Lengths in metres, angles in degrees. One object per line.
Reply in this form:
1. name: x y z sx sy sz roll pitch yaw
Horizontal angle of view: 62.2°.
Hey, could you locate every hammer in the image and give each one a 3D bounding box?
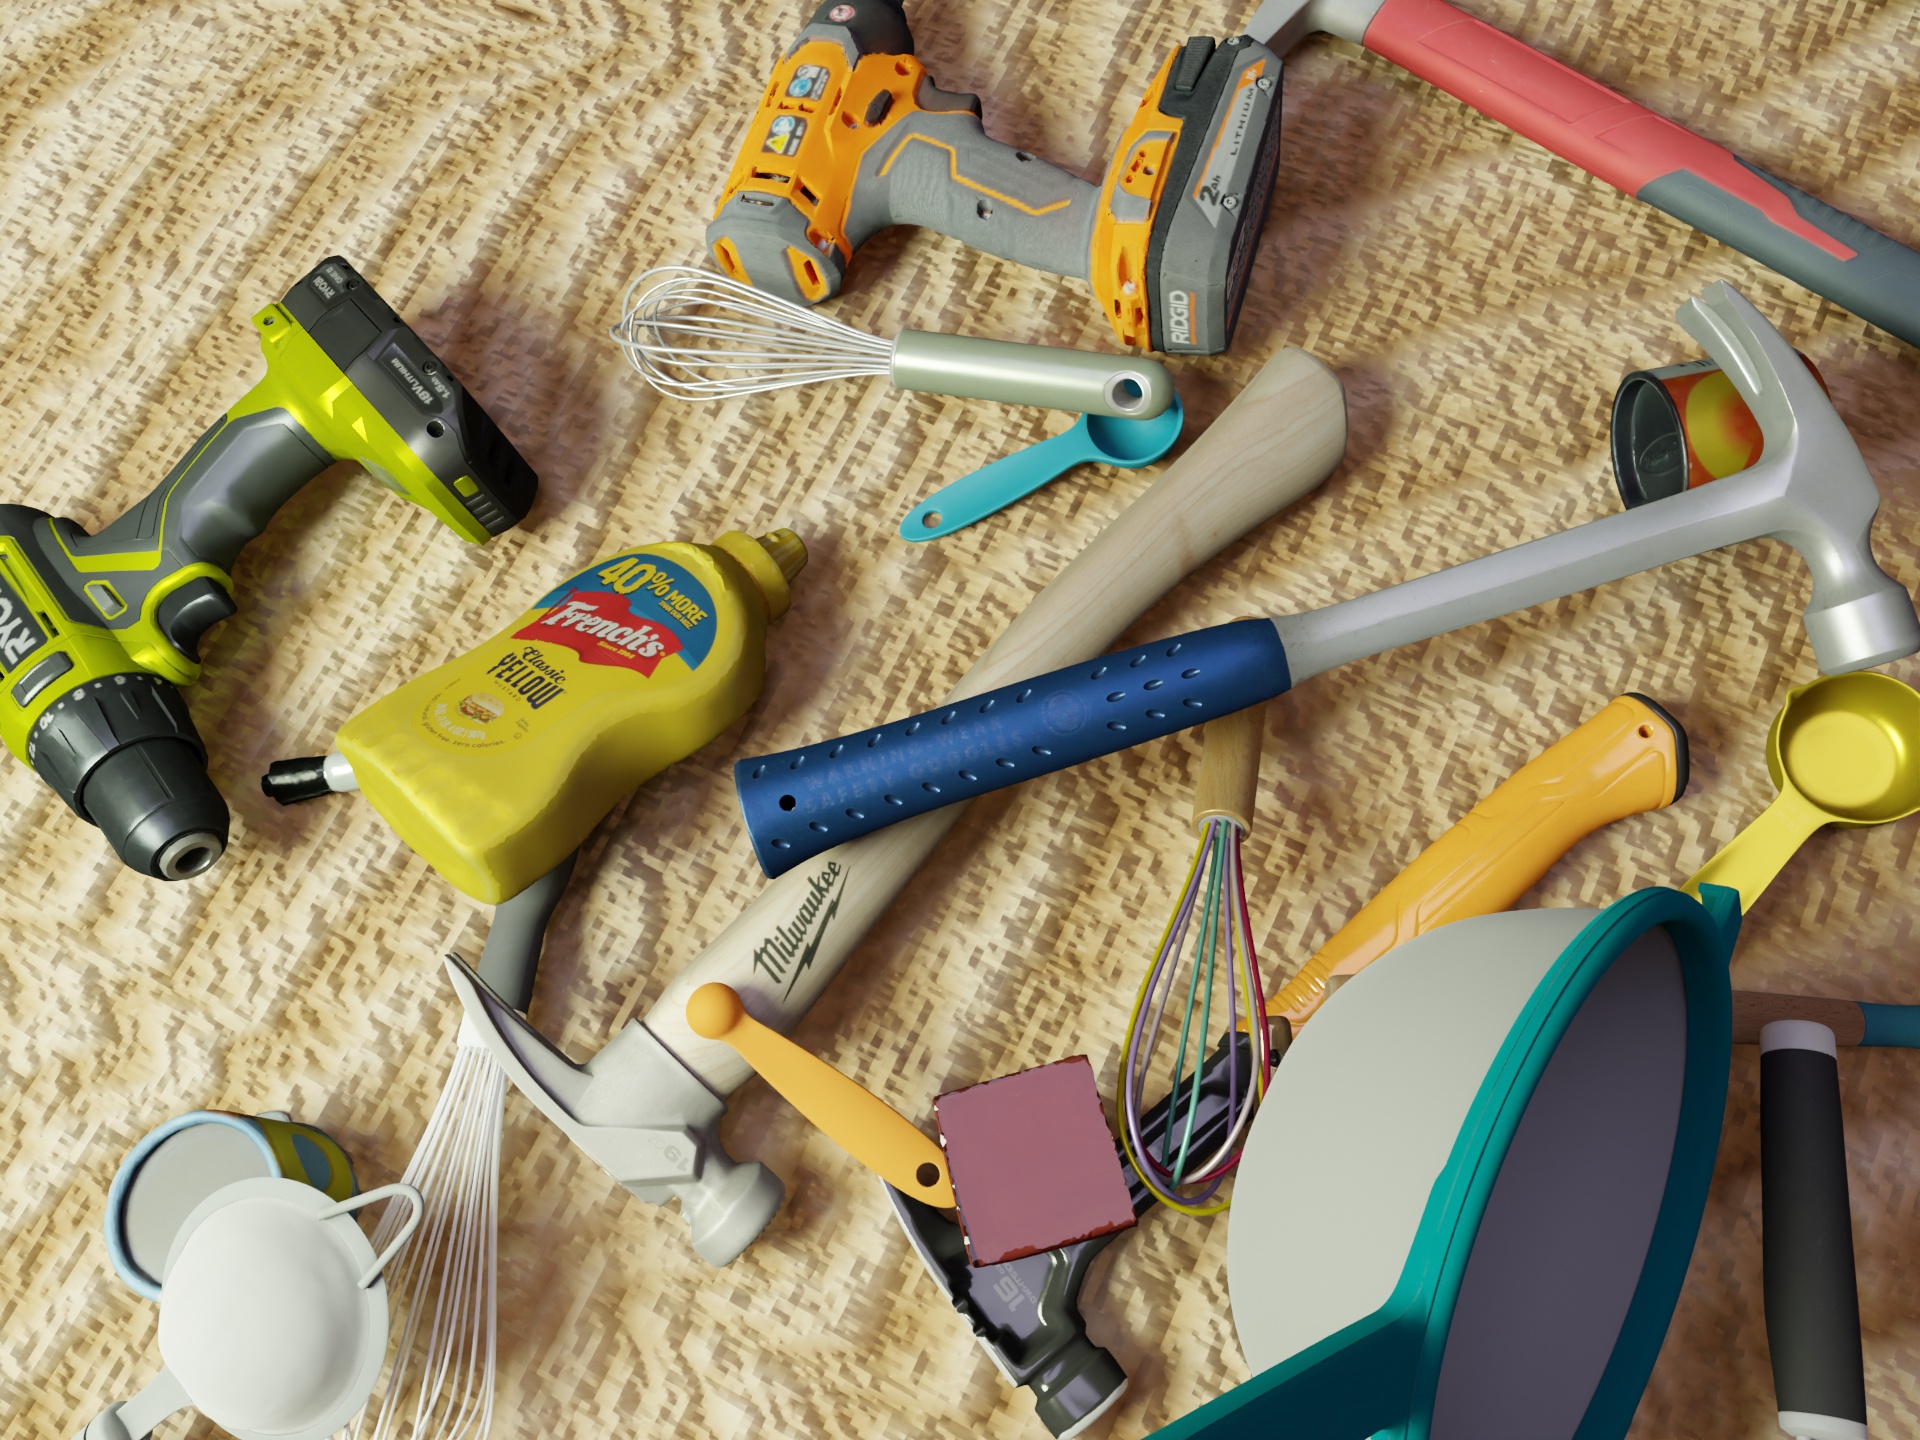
1. hammer: -0.001 -0.002 0.601 0.146 0.038 0.411 44 77 -4
2. hammer: 0.295 -0.218 0.667 0.386 0.038 0.143 37 79 17
3. hammer: 0.126 0.096 0.574 0.337 0.034 0.127 -38 72 -8
4. hammer: 0.119 -0.032 0.553 0.405 0.035 0.144 -17 85 -2

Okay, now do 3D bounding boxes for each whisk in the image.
1. whisk: -0.180 0.145 0.581 0.070 0.070 0.285 5 66 8
2. whisk: 0.092 0.057 0.557 0.047 0.051 0.245 5 50 13
3. whisk: -0.032 -0.152 0.666 0.246 0.057 0.059 10 28 13

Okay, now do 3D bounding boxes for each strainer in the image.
1. strainer: -0.274 0.233 0.524 0.258 0.050 0.087 -41 78 17
2. strainer: 0.100 0.141 0.423 0.095 0.340 0.211 16 101 42

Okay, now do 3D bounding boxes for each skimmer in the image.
1. skimmer: 0.241 0.245 0.407 0.127 0.090 0.364 10 63 3

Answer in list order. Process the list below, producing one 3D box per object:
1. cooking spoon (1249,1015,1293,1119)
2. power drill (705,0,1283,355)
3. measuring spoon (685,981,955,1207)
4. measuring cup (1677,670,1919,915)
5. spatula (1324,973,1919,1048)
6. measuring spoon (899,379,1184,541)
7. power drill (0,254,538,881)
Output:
1. cooking spoon: 0.112 0.256 0.508 0.069 0.017 0.319 -3 78 2
2. power drill: 0.019 -0.248 0.685 0.226 0.084 0.164 13 72 14
3. measuring spoon: -0.046 0.128 0.542 0.117 0.011 0.021 37 77 4
4. measuring cup: 0.292 0.048 0.584 0.156 0.029 0.062 -47 72 2
5. spatula: 0.283 0.099 0.539 0.317 0.044 0.082 3 78 -2
6. measuring spoon: 0.034 -0.103 0.668 0.128 0.021 0.042 -25 68 6
7. power drill: -0.292 -0.063 0.648 0.228 0.080 0.191 -42 66 -7
